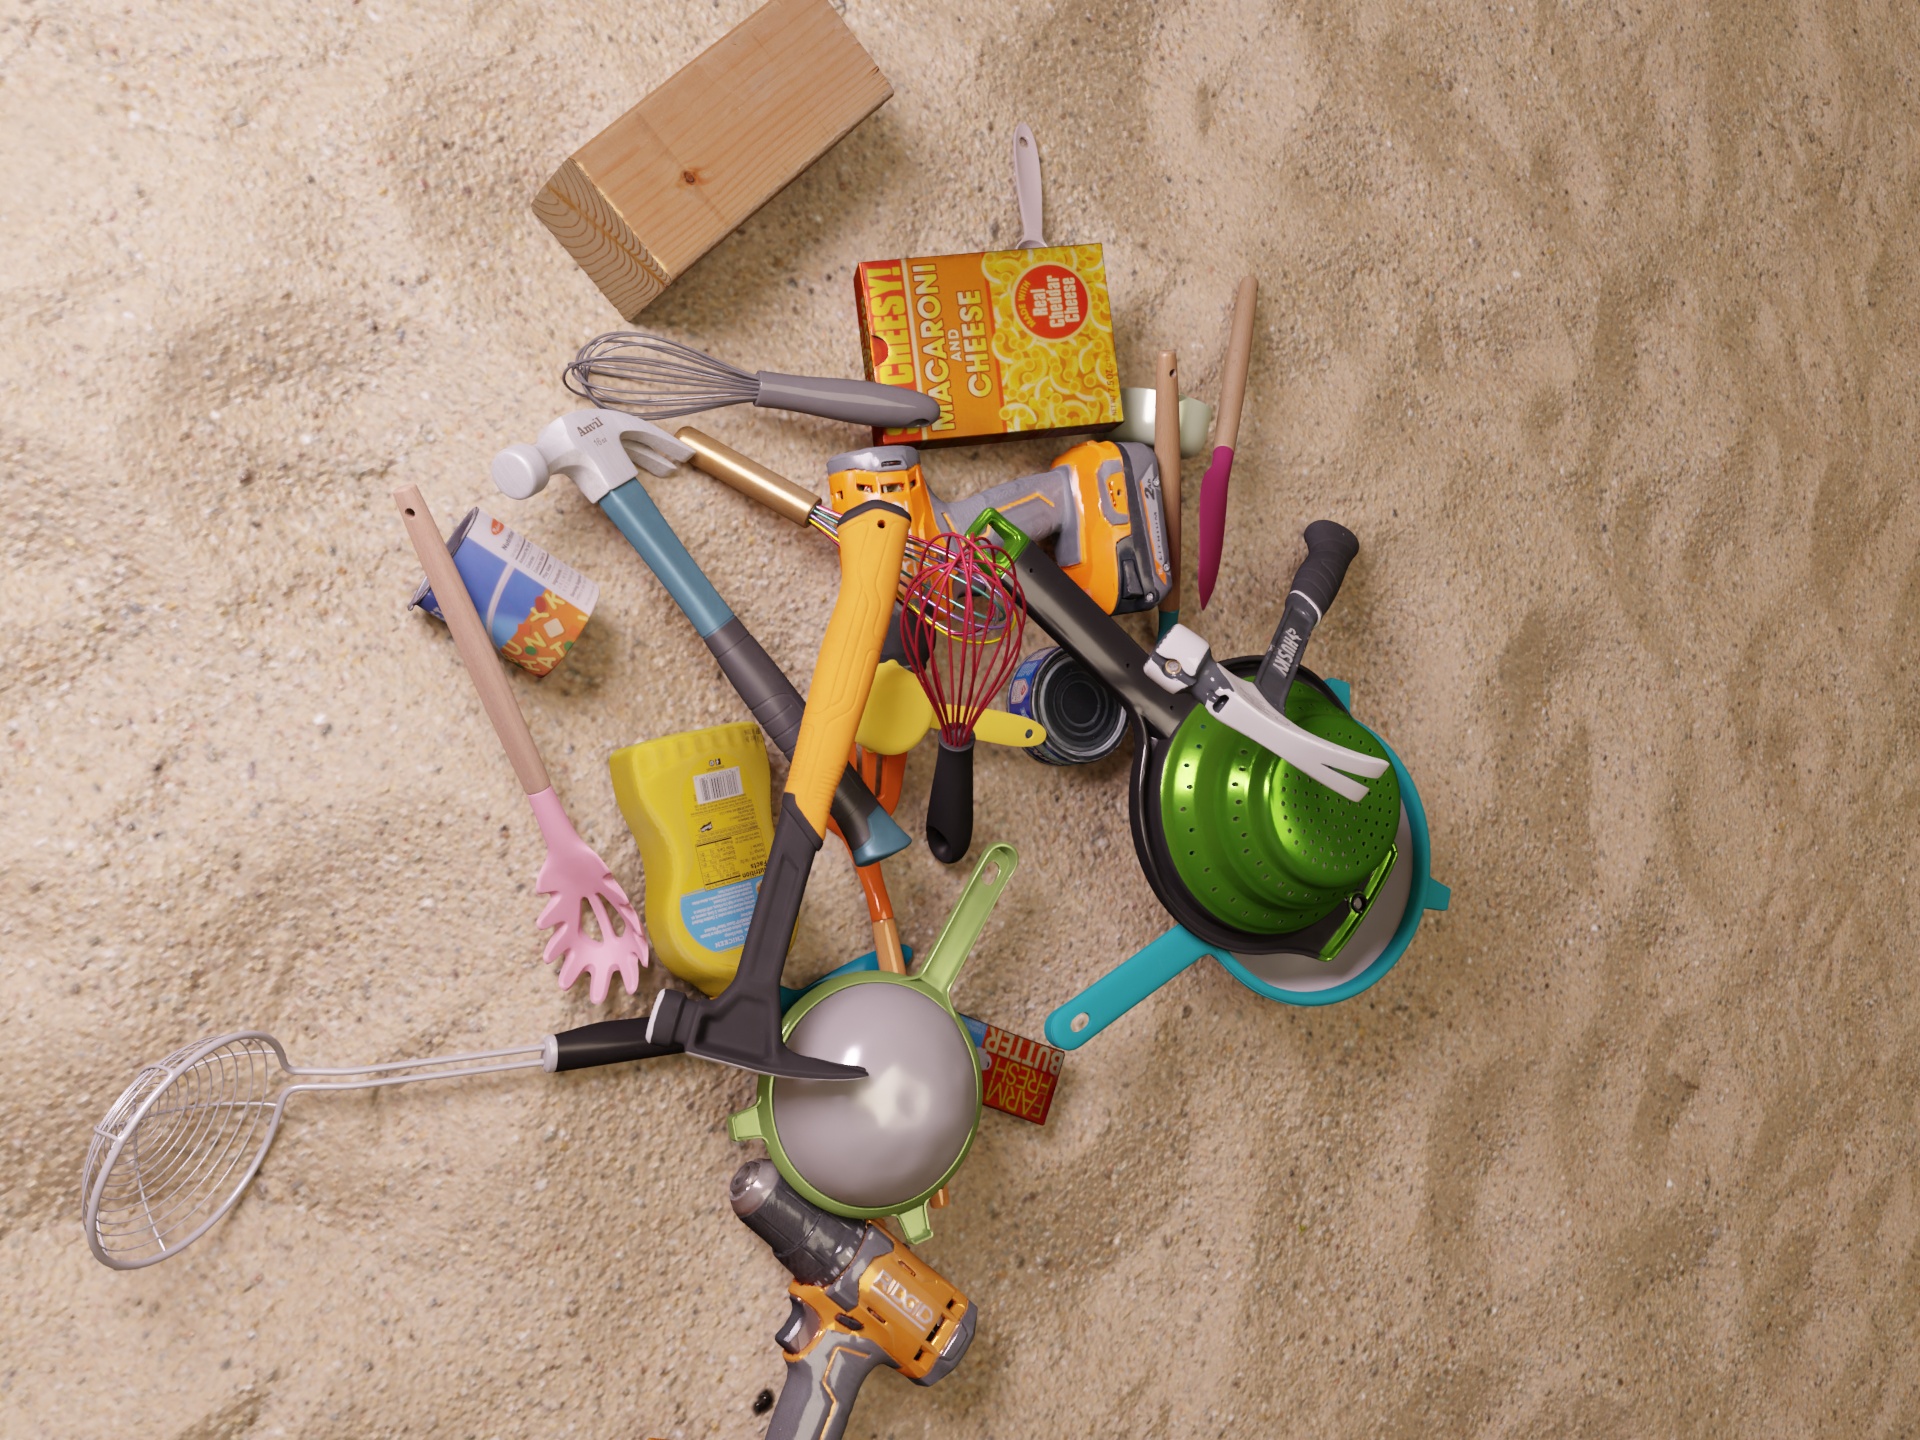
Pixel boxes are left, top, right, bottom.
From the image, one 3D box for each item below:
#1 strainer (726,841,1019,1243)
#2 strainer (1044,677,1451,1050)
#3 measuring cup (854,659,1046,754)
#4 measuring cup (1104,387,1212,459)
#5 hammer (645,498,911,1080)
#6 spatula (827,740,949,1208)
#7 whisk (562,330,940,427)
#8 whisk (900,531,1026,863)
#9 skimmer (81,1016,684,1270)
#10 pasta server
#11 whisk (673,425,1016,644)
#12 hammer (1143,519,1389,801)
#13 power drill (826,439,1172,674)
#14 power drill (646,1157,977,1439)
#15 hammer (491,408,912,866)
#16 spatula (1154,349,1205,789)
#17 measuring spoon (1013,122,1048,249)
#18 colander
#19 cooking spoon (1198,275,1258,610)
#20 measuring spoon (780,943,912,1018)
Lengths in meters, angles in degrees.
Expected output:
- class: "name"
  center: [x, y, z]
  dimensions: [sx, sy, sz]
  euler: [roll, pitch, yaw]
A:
- class: "strainer"
  center: [-0.018, 0.184, 0.980]
  dimensions: [0.151, 0.069, 0.256]
  euler: [36, 69, -16]
- class: "strainer"
  center: [0.180, 0.128, 1.131]
  dimensions: [0.340, 0.095, 0.211]
  euler: [-31, 99, -22]
- class: "measuring cup"
  center: [-0.002, 0.002, 1.030]
  dimensions: [0.156, 0.029, 0.062]
  euler: [10, 99, -32]
- class: "measuring cup"
  center: [0.096, -0.217, 1.130]
  dimensions: [0.167, 0.083, 0.038]
  euler: [9, 91, -12]
- class: "hammer"
  center: [-0.077, 0.037, 0.921]
  dimensions: [0.127, 0.034, 0.337]
  euler: [15, 83, -5]
- class: "spatula"
  center: [-0.042, 0.152, 1.024]
  dimensions: [0.081, 0.041, 0.323]
  euler: [-9, 84, -29]
- class: "whisk"
  center: [-0.126, -0.204, 0.992]
  dimensions: [0.239, 0.055, 0.055]
  euler: [3, 85, -19]
- class: "whisk"
  center: [-0.002, -0.003, 0.963]
  dimensions: [0.073, 0.295, 0.073]
  euler: [2, 50, -2]
- class: "skimmer"
  center: [-0.278, 0.211, 0.874]
  dimensions: [0.363, 0.090, 0.127]
  euler: [-2, 121, -31]
- class: "pasta server"
  center: [-0.249, 0.018, 0.894]
  dimensions: [0.060, 0.040, 0.316]
  euler: [-16, 112, 4]
- class: "whisk"
  center: [-0.074, -0.116, 0.981]
  dimensions: [0.245, 0.051, 0.047]
  euler: [30, 89, 7]
- class: "hammer"
  center: [0.234, -0.067, 1.073]
  dimensions: [0.149, 0.036, 0.409]
  euler: [35, 29, 4]
- class: "power drill"
  center: [0.026, -0.106, 1.071]
  dimensions: [0.226, 0.084, 0.164]
  euler: [-8, 93, -25]
- class: "power drill"
  center: [-0.114, 0.396, 0.959]
  dimensions: [0.185, 0.084, 0.226]
  euler: [45, 64, -16]
- class: "hammer"
  center: [-0.138, -0.044, 0.959]
  dimensions: [0.331, 0.033, 0.128]
  euler: [54, 36, -10]
- class: "spatula"
  center: [0.156, -0.102, 1.127]
  dimensions: [0.082, 0.044, 0.317]
  euler: [-18, 117, -28]
- class: "measuring spoon"
  center: [0.047, -0.368, 1.138]
  dimensions: [0.034, 0.018, 0.124]
  euler: [2, 79, -28]
- class: "colander"
  center: [0.163, 0.001, 1.030]
  dimensions: [0.397, 0.094, 0.204]
  euler: [43, 70, -15]
- class: "cooking spoon"
  center: [0.192, -0.211, 1.143]
  dimensions: [0.068, 0.017, 0.319]
  euler: [70, 27, -52]
- class: "measuring spoon"
  center: [-0.081, 0.173, 1.022]
  dimensions: [0.128, 0.021, 0.042]
  euler: [-22, 97, -28]
